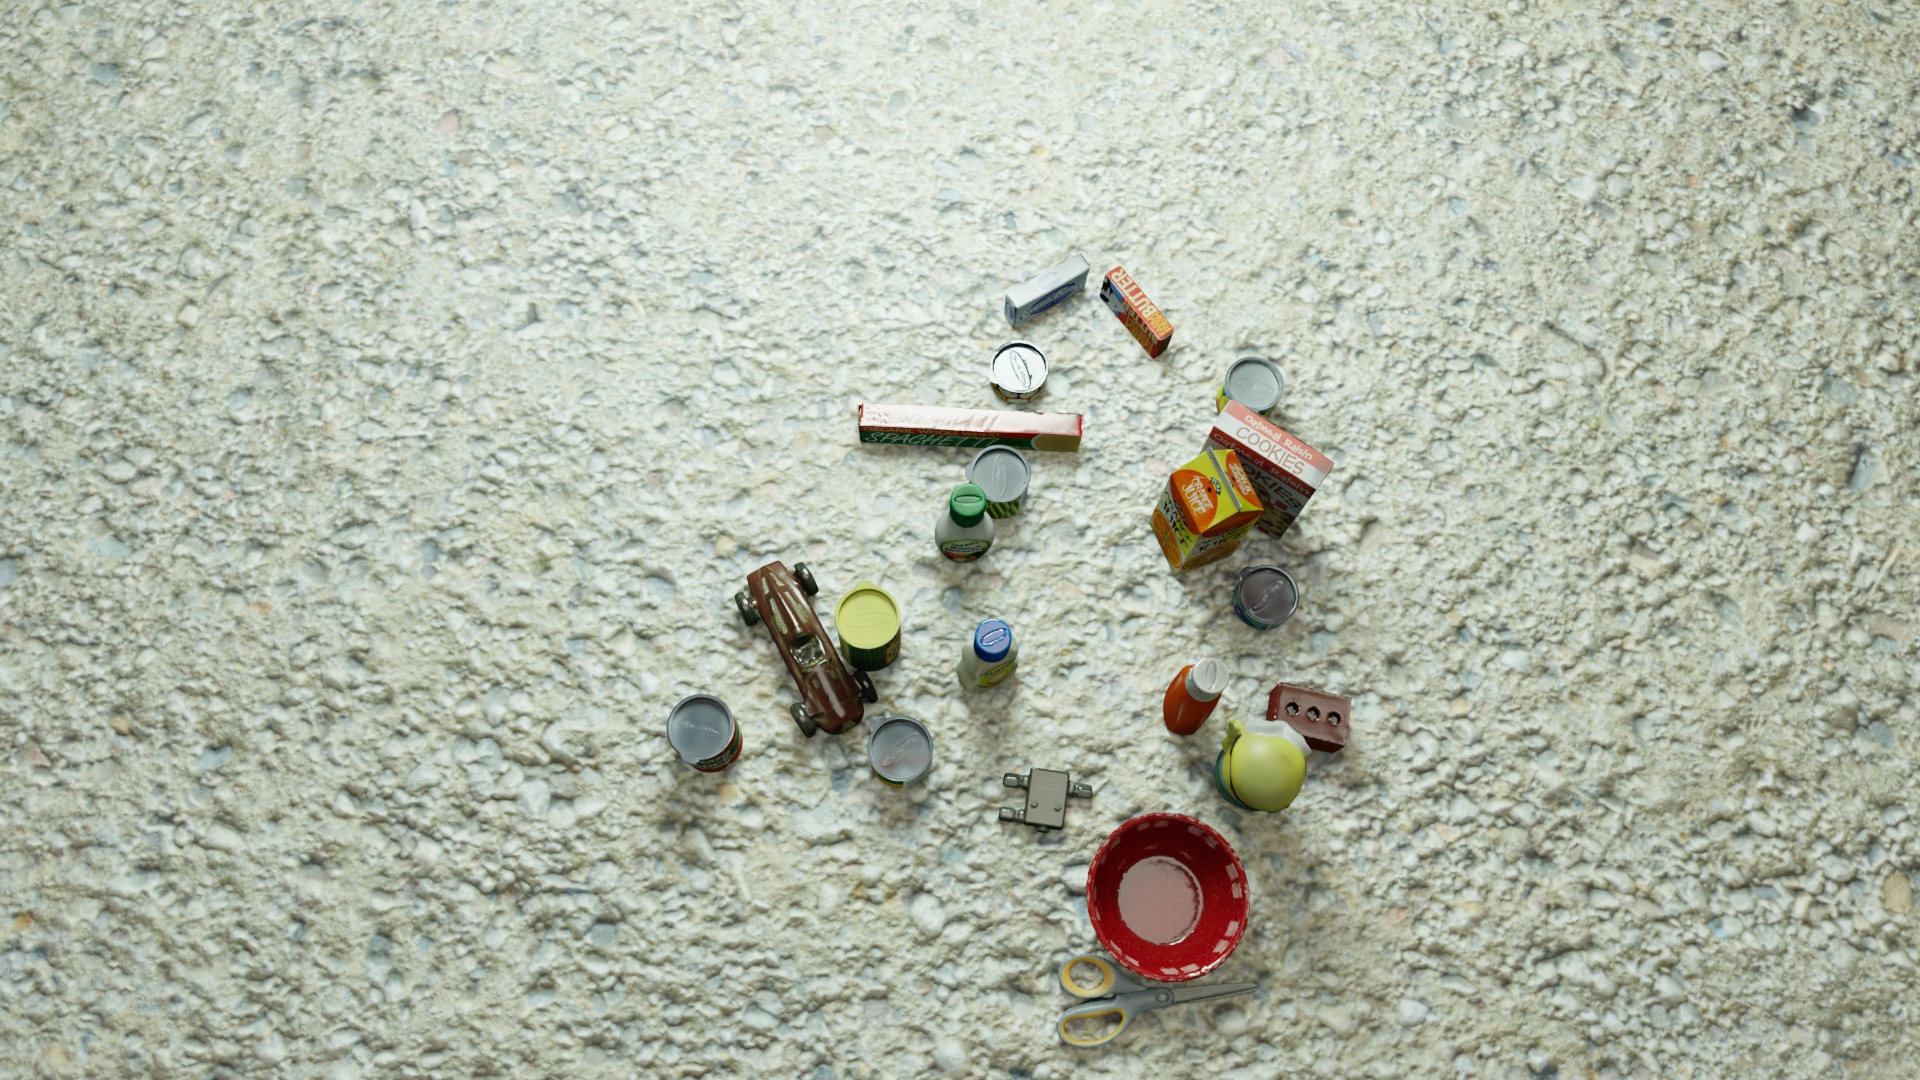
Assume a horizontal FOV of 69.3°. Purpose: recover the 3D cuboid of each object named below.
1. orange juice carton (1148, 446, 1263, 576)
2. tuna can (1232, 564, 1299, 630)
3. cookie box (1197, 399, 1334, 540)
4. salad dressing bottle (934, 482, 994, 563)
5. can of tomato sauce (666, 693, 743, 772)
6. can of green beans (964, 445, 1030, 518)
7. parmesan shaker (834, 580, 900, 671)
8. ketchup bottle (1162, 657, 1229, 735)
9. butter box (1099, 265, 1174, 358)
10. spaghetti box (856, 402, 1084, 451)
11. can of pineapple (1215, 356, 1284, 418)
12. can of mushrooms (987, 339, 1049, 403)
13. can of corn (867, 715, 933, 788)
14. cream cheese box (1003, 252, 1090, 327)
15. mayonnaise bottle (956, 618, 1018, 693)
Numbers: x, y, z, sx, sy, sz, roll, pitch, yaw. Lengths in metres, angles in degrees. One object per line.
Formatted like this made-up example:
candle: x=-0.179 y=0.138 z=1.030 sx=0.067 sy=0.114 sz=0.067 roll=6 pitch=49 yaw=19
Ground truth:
orange juice carton: x=0.256 y=-0.032 z=1.441 sx=0.073 sy=0.192 sz=0.072 roll=-20 pitch=73 yaw=-8
tuna can: x=0.326 y=0.060 z=1.495 sx=0.071 sy=0.032 sz=0.071 roll=1 pitch=71 yaw=-2
cookie box: x=0.313 y=-0.072 z=1.470 sx=0.123 sy=0.167 sz=0.040 roll=33 pitch=74 yaw=9
salad dressing bottle: x=0.005 y=-0.018 z=1.452 sx=0.064 sy=0.147 sz=0.044 roll=-1 pitch=72 yaw=-2
can of tomato sauce: x=-0.257 y=0.198 z=1.403 sx=0.071 sy=0.083 sz=0.071 roll=1 pitch=71 yaw=-1
can of green beans: x=0.042 y=-0.063 z=1.516 sx=0.071 sy=0.057 sz=0.071 roll=1 pitch=71 yaw=-2
parmesan shaker: x=-0.094 y=0.090 z=1.435 sx=0.071 sy=0.102 sz=0.071 roll=1 pitch=71 yaw=-1
ketchup bottle: x=0.237 y=0.153 z=1.399 sx=0.043 sy=0.148 sz=0.065 roll=10 pitch=71 yaw=2
butter box: x=0.202 y=-0.261 z=1.592 sx=0.024 sy=0.053 sz=0.103 roll=-34 pitch=75 yaw=-12
spaghetti box: x=0.010 y=-0.125 z=1.540 sx=0.250 sy=0.050 sz=0.029 roll=3 pitch=71 yaw=-1
can of pineapple: x=0.323 y=-0.163 z=1.559 sx=0.071 sy=0.057 sz=0.071 roll=1 pitch=71 yaw=-2
can of mushrooms: x=0.064 y=-0.190 z=1.573 sx=0.071 sy=0.033 sz=0.071 roll=1 pitch=71 yaw=-2
can of corn: x=-0.063 y=0.214 z=1.416 sx=0.071 sy=0.058 sz=0.071 roll=1 pitch=71 yaw=-2
cream cheese box: x=0.099 y=-0.287 z=1.597 sx=0.104 sy=0.053 sz=0.024 roll=-30 pitch=75 yaw=-11
mayonnaise bottle: x=0.030 y=0.116 z=1.406 sx=0.065 sy=0.147 sz=0.041 roll=-25 pitch=74 yaw=-10
